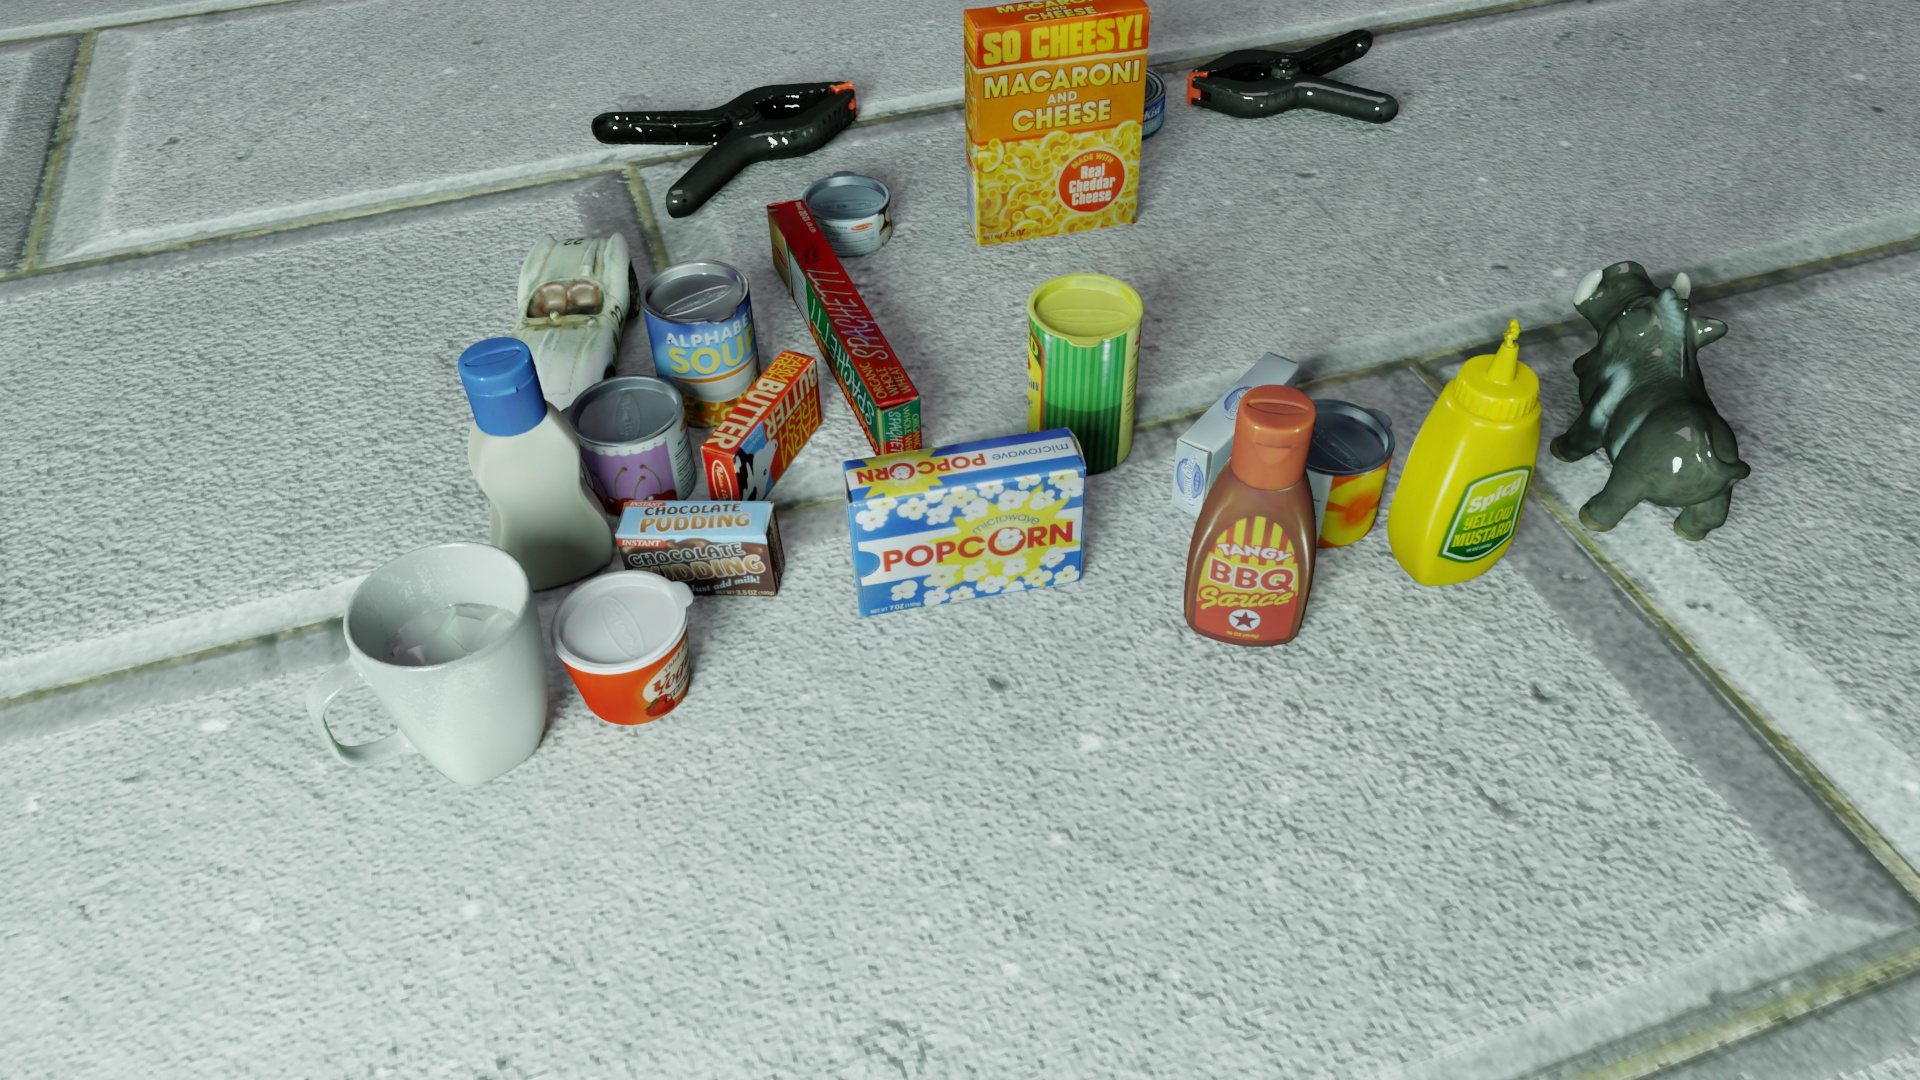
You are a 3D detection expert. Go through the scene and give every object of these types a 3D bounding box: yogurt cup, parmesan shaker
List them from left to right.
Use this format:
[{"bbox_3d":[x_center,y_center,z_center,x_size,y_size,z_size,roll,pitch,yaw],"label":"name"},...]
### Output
[{"bbox_3d":[-0.169,0.057,0.707,0.072,0.053,0.073,-1,44,1],"label":"yogurt cup"},{"bbox_3d":[0.072,-0.096,0.823,0.071,0.102,0.072,-1,44,1],"label":"parmesan shaker"}]

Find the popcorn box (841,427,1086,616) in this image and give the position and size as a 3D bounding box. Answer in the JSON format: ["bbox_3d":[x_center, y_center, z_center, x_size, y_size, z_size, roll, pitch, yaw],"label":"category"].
[{"bbox_3d":[0.003,-0.009,0.748,0.127,0.084,0.038,-9,45,-8],"label":"popcorn box"}]

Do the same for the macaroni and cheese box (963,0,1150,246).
[{"bbox_3d":[0.066,-0.298,0.987,0.124,0.165,0.040,-10,45,-9],"label":"macaroni and cheese box"}]

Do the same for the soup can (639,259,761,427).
[{"bbox_3d":[-0.159,-0.121,0.869,0.071,0.083,0.072,-1,44,1],"label":"soup can"}]

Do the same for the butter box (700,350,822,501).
[{"bbox_3d":[-0.117,-0.064,0.831,0.024,0.052,0.104,15,47,17],"label":"butter box"}]

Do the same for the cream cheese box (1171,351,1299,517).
[{"bbox_3d":[0.163,-0.063,0.822,0.024,0.053,0.104,28,51,27],"label":"cream cheese box"}]

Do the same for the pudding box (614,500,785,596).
[{"bbox_3d":[-0.142,0.004,0.764,0.084,0.049,0.030,1,44,3],"label":"pudding box"}]

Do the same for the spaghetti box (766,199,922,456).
[{"bbox_3d":[-0.080,-0.142,0.913,0.029,0.049,0.251,-16,46,-14],"label":"spaghetti box"}]

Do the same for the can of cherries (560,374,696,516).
[{"bbox_3d":[-0.195,-0.056,0.821,0.071,0.058,0.072,-1,44,1],"label":"can of cherries"}]

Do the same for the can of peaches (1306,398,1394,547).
[{"bbox_3d":[0.211,-0.039,0.792,0.071,0.057,0.071,-1,44,1],"label":"can of peaches"}]

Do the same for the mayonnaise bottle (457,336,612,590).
[{"bbox_3d":[-0.230,-0.039,0.740,0.065,0.147,0.041,-19,47,-17],"label":"mayonnaise bottle"}]

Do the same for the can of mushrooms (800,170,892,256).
[{"bbox_3d":[-0.084,-0.242,1.028,0.071,0.033,0.071,-1,44,1],"label":"can of mushrooms"}]

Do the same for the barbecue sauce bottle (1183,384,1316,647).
[{"bbox_3d":[0.150,-0.010,0.700,0.065,0.147,0.044,7,45,9],"label":"barbecue sauce bottle"}]

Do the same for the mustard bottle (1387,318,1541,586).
[{"bbox_3d":[0.268,-0.046,0.725,0.065,0.159,0.049,-15,46,-14],"label":"mustard bottle"}]
